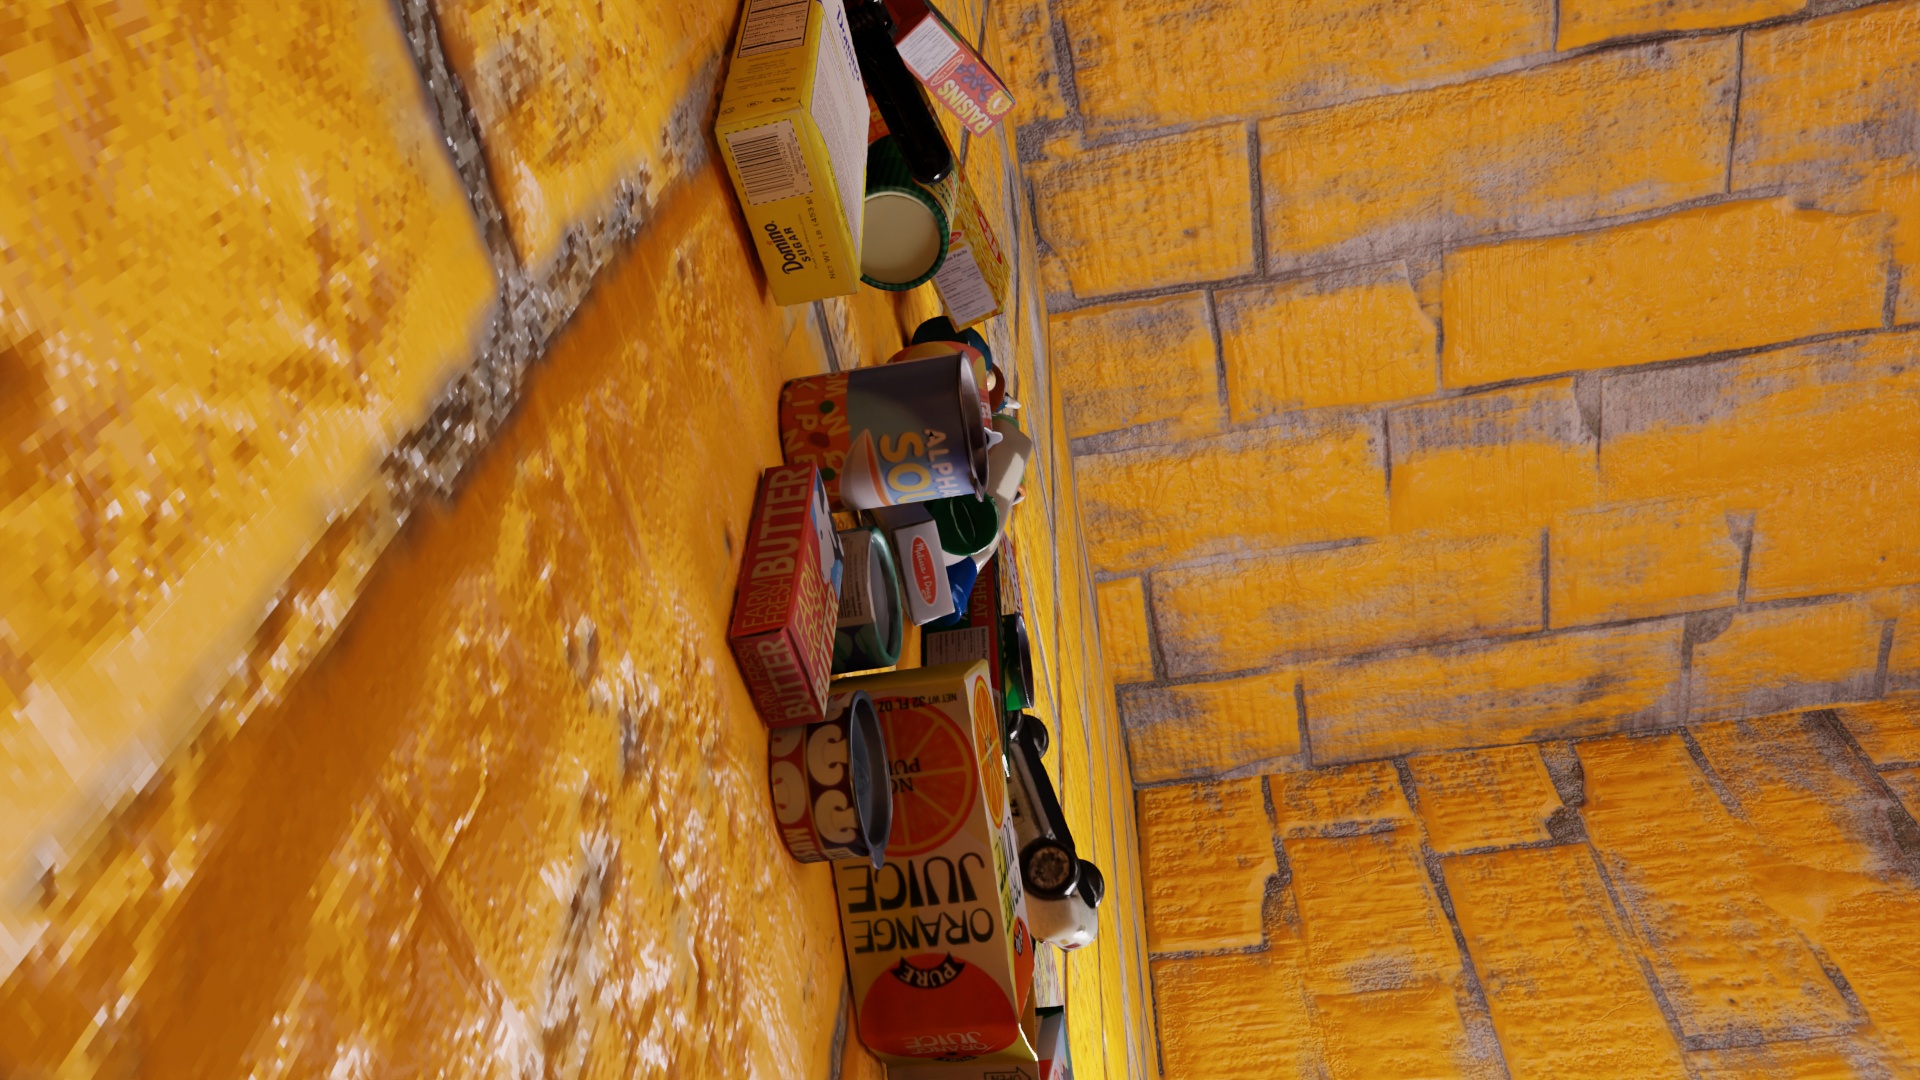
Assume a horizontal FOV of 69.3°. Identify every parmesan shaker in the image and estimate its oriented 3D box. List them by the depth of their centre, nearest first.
[{"bbox_3d":[-0.036,-0.197,0.841,0.103,0.071,0.071,-86,165,-57],"label":"parmesan shaker"}]

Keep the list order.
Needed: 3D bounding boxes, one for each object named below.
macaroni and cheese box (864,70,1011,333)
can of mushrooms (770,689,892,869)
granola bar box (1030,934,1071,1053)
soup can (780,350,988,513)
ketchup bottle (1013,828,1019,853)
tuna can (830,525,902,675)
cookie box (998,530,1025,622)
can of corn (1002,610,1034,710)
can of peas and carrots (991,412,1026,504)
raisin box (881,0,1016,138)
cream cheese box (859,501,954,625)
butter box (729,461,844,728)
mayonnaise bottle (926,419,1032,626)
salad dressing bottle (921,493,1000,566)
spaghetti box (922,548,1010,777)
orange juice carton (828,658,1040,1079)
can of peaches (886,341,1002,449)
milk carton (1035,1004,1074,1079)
[{"bbox_3d":[-0.017,-0.241,0.968,0.166,0.040,0.124,63,14,-20],"label":"macaroni and cheese box"},{"bbox_3d":[-0.051,0.097,0.555,0.071,0.033,0.071,-11,93,-83],"label":"can of mushrooms"},{"bbox_3d":[0.049,0.341,0.977,0.124,0.039,0.165,-71,152,-73],"label":"granola bar box"},{"bbox_3d":[-0.034,-0.046,0.639,0.071,0.084,0.071,-11,92,-82],"label":"soup can"},{"bbox_3d":[0.018,0.238,0.851,0.149,0.043,0.064,-88,166,-54],"label":"ketchup bottle"},{"bbox_3d":[-0.049,0.028,0.636,0.071,0.033,0.071,-11,92,-81],"label":"tuna can"},{"bbox_3d":[0.021,0.046,1.077,0.167,0.040,0.123,56,26,-72],"label":"cookie box"},{"bbox_3d":[0.016,0.083,0.943,0.071,0.058,0.071,-11,92,-82],"label":"can of corn"},{"bbox_3d":[0.013,-0.059,1.054,0.071,0.071,0.059,58,26,-71],"label":"can of peas and carrots"},{"bbox_3d":[-0.021,-0.343,0.956,0.123,0.040,0.086,26,27,-57],"label":"raisin box"},{"bbox_3d":[-0.032,-0.002,0.710,0.104,0.024,0.053,-127,-157,-63],"label":"cream cheese box"},{"bbox_3d":[-0.067,0.020,0.553,0.104,0.024,0.052,-88,168,-51],"label":"butter box"},{"bbox_3d":[0.003,-0.011,0.893,0.041,0.064,0.149,37,46,-18],"label":"mayonnaise bottle"},{"bbox_3d":[-0.010,-0.015,0.771,0.147,0.044,0.064,-163,-129,-80],"label":"salad dressing bottle"},{"bbox_3d":[0.002,0.044,0.913,0.028,0.050,0.251,75,10,-49],"label":"spaghetti box"},{"bbox_3d":[-0.012,0.155,0.624,0.073,0.072,0.192,-14,95,-81],"label":"orange juice carton"},{"bbox_3d":[-0.012,-0.087,0.881,0.071,0.071,0.058,61,21,-68],"label":"can of peaches"},{"bbox_3d":[0.012,0.289,0.651,0.190,0.073,0.072,-9,91,-82],"label":"milk carton"}]
